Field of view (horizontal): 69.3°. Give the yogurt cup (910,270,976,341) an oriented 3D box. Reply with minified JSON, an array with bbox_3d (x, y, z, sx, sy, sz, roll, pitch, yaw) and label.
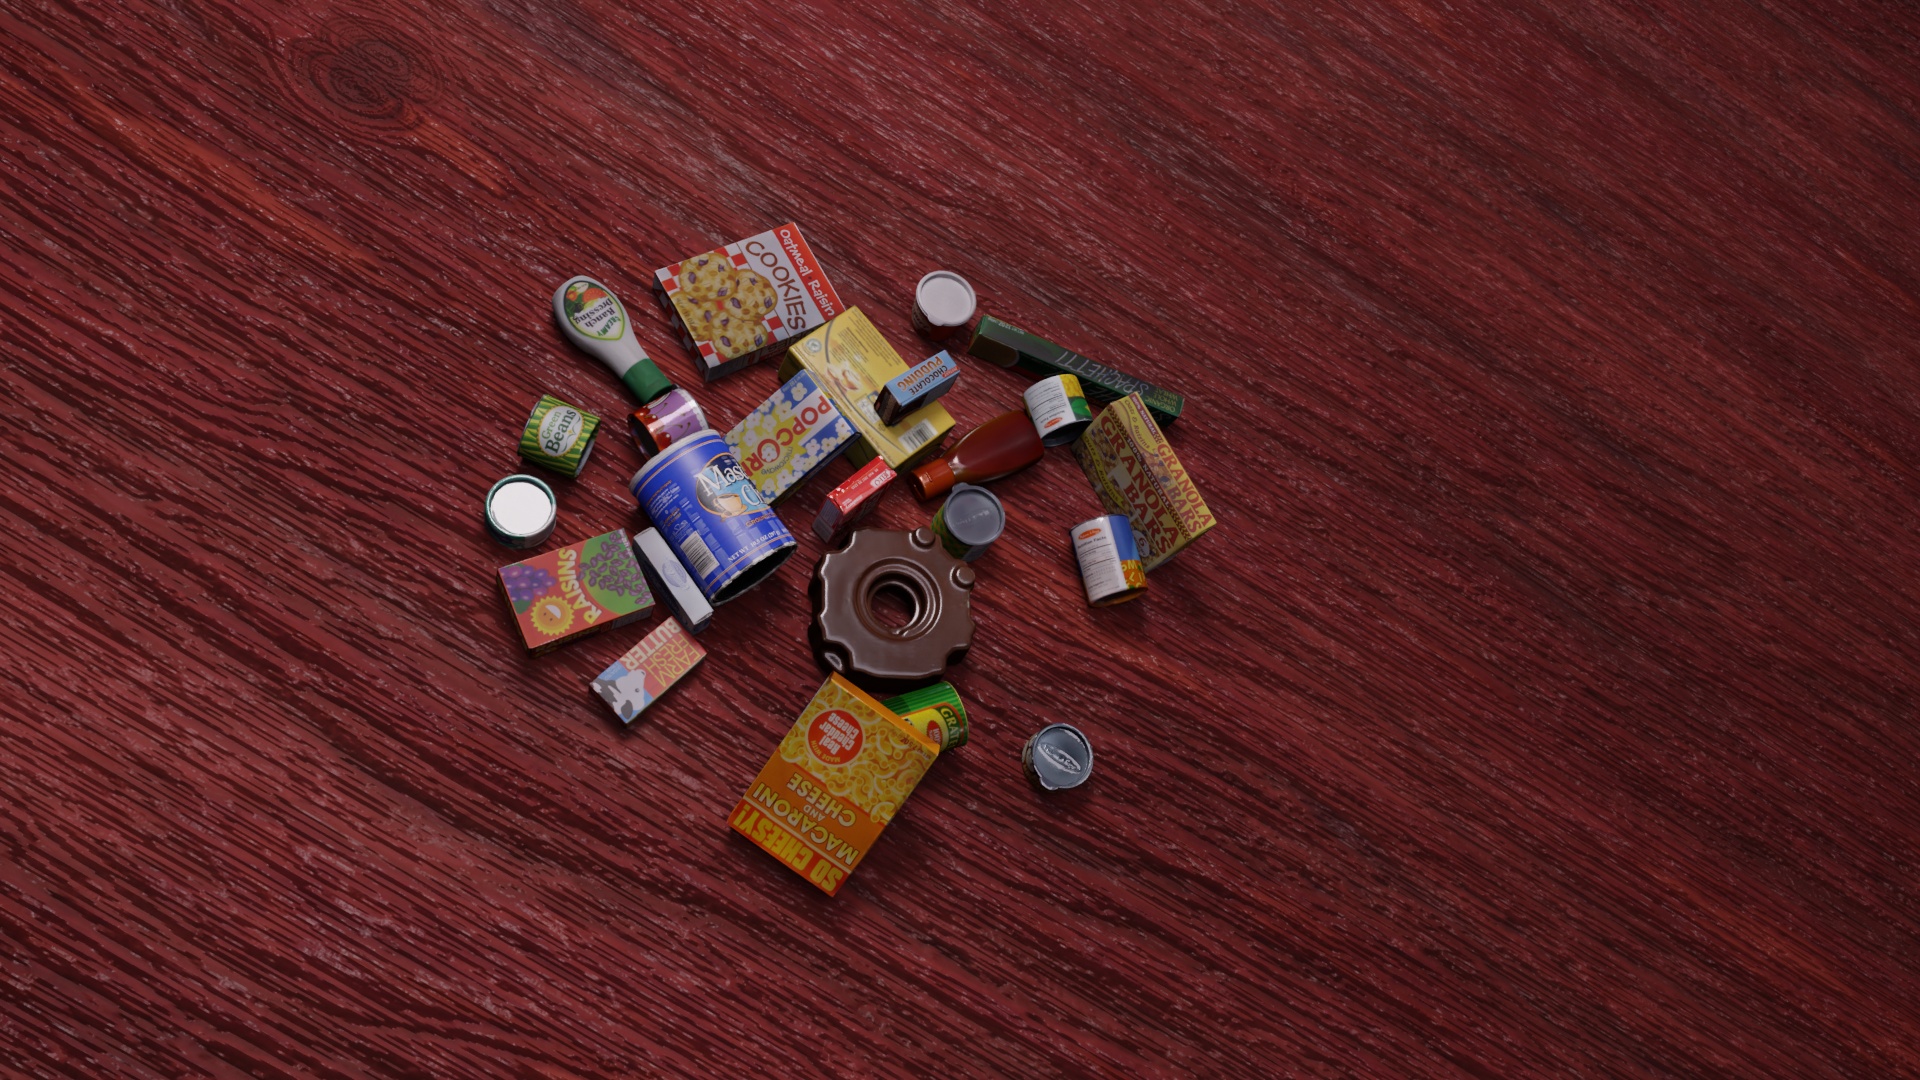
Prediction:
[{"bbox_3d":[-0.022,-0.256,1.534,0.072,0.053,0.072,6,68,-16],"label":"yogurt cup"}]

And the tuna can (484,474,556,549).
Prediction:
[{"bbox_3d":[-0.422,-0.029,1.327,0.071,0.032,0.071,6,68,-16],"label":"tuna can"}]

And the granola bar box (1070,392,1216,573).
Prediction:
[{"bbox_3d":[0.194,-0.060,1.489,0.039,0.123,0.165,-26,80,-23],"label":"granola bar box"}]

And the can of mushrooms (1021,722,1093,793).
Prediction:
[{"bbox_3d":[0.096,0.221,1.398,0.071,0.033,0.071,6,68,-16],"label":"can of mushrooms"}]

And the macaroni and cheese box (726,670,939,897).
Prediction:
[{"bbox_3d":[-0.117,0.224,1.281,0.124,0.040,0.166,36,95,-1],"label":"macaroni and cheese box"}]

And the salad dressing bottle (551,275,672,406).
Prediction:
[{"bbox_3d":[-0.352,-0.201,1.410,0.064,0.043,0.147,-39,85,-25],"label":"salad dressing bottle"}]

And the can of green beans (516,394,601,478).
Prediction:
[{"bbox_3d":[-0.389,-0.100,1.347,0.058,0.071,0.071,24,64,-9],"label":"can of green beans"}]

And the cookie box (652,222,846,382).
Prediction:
[{"bbox_3d":[-0.222,-0.255,1.477,0.168,0.040,0.123,-26,80,-24],"label":"cookie box"}]

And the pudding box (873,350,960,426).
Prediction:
[{"bbox_3d":[-0.044,-0.155,1.414,0.084,0.049,0.030,-33,82,-28],"label":"pudding box"}]

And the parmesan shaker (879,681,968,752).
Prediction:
[{"bbox_3d":[-0.052,0.185,1.347,0.103,0.071,0.071,-15,75,-22],"label":"parmesan shaker"}]

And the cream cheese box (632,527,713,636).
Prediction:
[{"bbox_3d":[-0.278,0.041,1.336,0.024,0.053,0.104,-34,83,-23],"label":"cream cheese box"}]

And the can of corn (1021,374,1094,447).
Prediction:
[{"bbox_3d":[0.108,-0.142,1.528,0.071,0.071,0.058,-14,74,-22],"label":"can of corn"}]

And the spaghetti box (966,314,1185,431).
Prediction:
[{"bbox_3d":[0.130,-0.186,1.559,0.250,0.050,0.029,21,67,-9],"label":"spaghetti box"}]

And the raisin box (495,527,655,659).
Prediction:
[{"bbox_3d":[-0.363,0.049,1.312,0.124,0.040,0.086,-20,78,-25],"label":"raisin box"}]

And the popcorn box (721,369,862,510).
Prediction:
[{"bbox_3d":[-0.174,-0.100,1.398,0.126,0.038,0.085,-39,85,8],"label":"popcorn box"}]

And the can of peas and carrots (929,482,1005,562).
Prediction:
[{"bbox_3d":[0.005,-0.018,1.448,0.071,0.058,0.071,6,67,-16],"label":"can of peas and carrots"}]

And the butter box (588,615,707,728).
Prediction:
[{"bbox_3d":[-0.295,0.124,1.314,0.053,0.024,0.104,46,64,2],"label":"butter box"}]

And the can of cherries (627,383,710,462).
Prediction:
[{"bbox_3d":[-0.291,-0.112,1.384,0.058,0.071,0.071,-33,83,-24],"label":"can of cherries"}]

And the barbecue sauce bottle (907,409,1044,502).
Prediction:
[{"bbox_3d":[0.015,-0.086,1.486,0.149,0.043,0.065,-26,79,-24],"label":"barbecue sauce bottle"}]

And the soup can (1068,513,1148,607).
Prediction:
[{"bbox_3d":[0.159,0.022,1.480,0.071,0.071,0.084,-8,73,-21],"label":"soup can"}]
